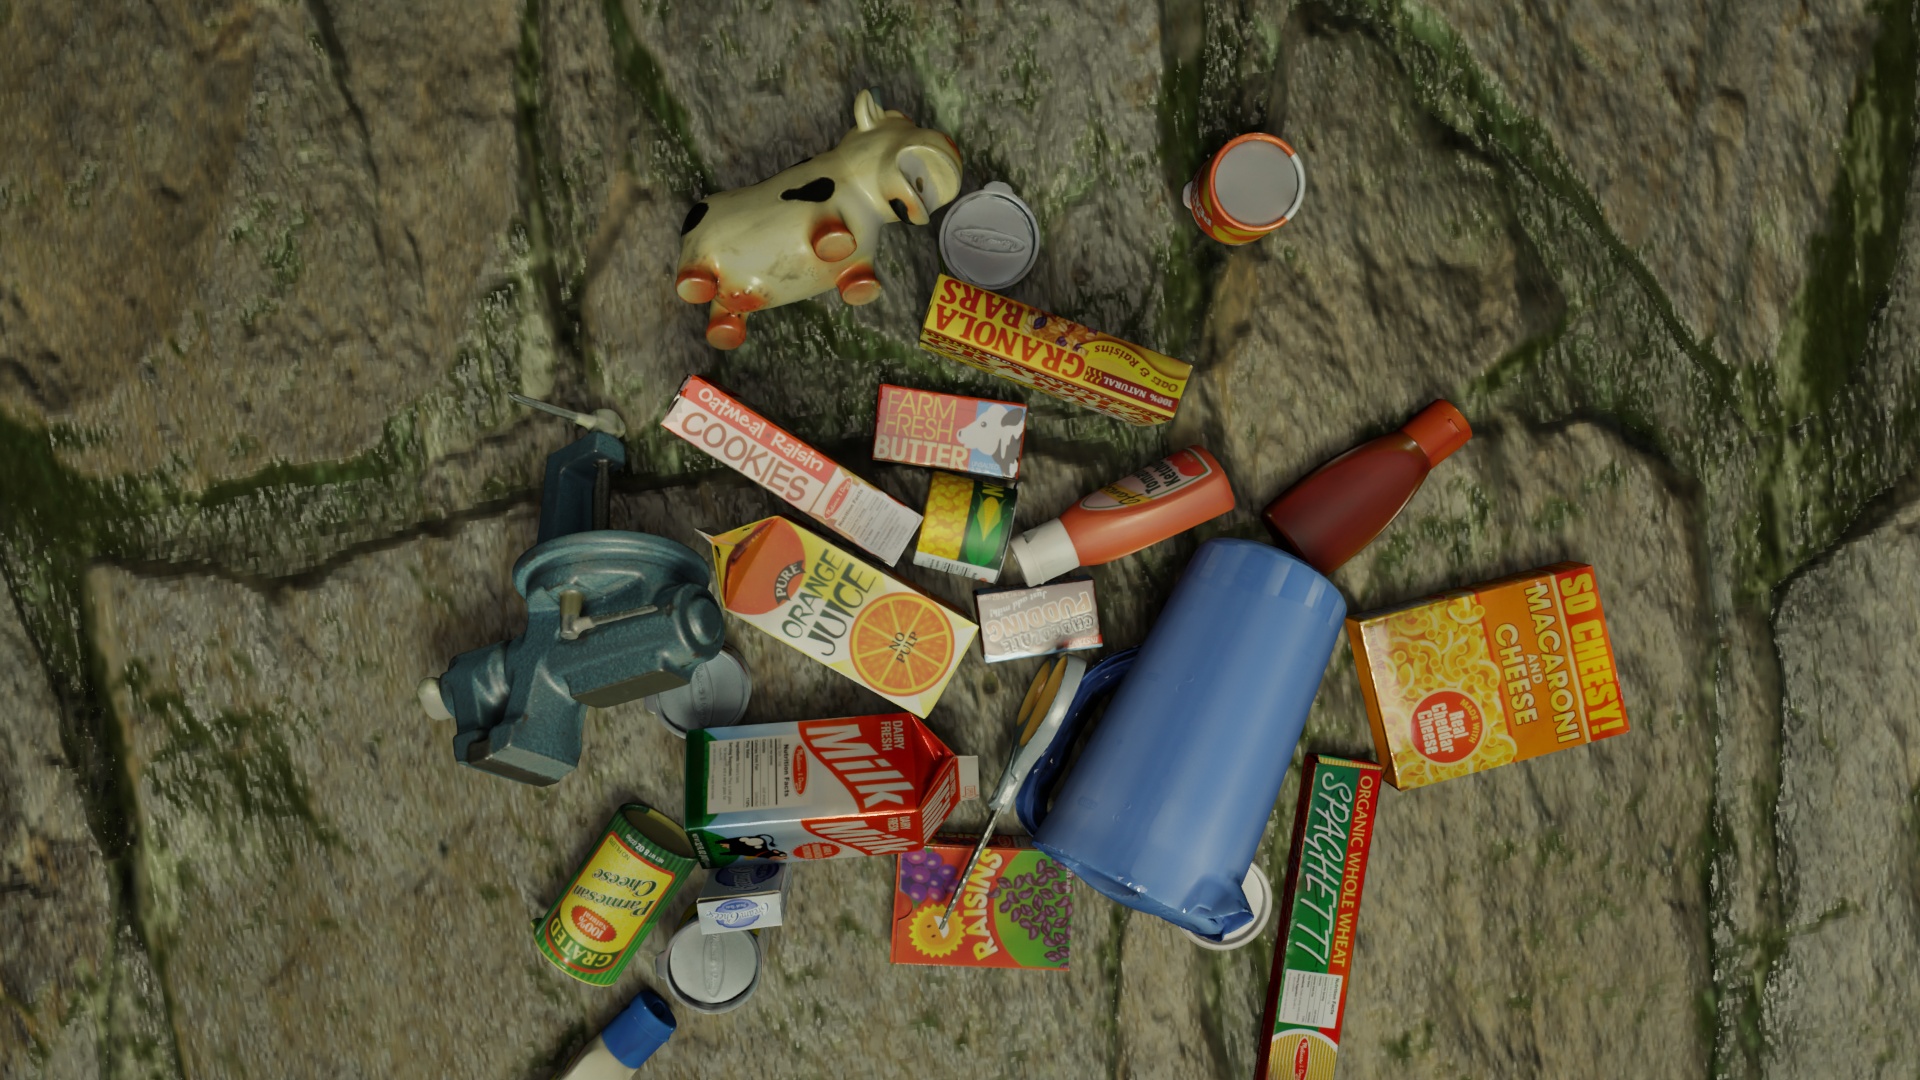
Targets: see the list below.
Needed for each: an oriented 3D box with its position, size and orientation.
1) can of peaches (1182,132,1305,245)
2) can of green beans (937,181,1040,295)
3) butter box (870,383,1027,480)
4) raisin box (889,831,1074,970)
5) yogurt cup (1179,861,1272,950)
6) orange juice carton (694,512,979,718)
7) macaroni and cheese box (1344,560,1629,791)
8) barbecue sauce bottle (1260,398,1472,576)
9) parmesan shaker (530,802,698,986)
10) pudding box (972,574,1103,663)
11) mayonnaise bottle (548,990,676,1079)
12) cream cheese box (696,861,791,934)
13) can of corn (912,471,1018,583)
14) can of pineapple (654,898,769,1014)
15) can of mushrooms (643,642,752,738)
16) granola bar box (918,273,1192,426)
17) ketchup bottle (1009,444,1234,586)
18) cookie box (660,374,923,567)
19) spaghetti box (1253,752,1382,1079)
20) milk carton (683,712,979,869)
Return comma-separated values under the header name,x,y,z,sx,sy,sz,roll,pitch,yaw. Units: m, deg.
name,x,y,z,sx,sy,sz,roll,pitch,yaw
can of peaches,0.191,-0.236,0.937,0.071,0.058,0.071,0,94,-3
can of green beans,0.018,-0.197,0.931,0.071,0.058,0.071,0,93,-3
butter box,-0.008,-0.074,0.953,0.103,0.024,0.053,8,93,-3
raisin box,0.015,0.250,0.964,0.123,0.040,0.086,3,94,-2
yogurt cup,0.176,0.243,0.964,0.072,0.054,0.072,0,93,-3
orange juice carton,-0.090,0.038,0.931,0.193,0.072,0.073,29,91,-4
macaroni and cheese box,0.367,0.093,0.973,0.166,0.040,0.123,-14,93,-2
barbecue sauce bottle,0.284,-0.040,0.960,0.148,0.043,0.065,-38,94,-1
parmesan shaker,-0.233,0.236,0.937,0.071,0.071,0.103,34,91,-4
pudding box,0.053,0.054,0.960,0.084,0.030,0.049,-7,94,-2
mayonnaise bottle,-0.259,0.373,0.947,0.041,0.064,0.148,45,86,-1
cream cheese box,-0.141,0.232,0.923,0.053,0.104,0.024,-5,92,-3
can of corn,0.003,-0.012,0.936,0.058,0.071,0.071,13,93,-3
can of pineapple,-0.167,0.279,0.947,0.071,0.058,0.071,0,93,-3
can of mushrooms,-0.179,0.101,0.949,0.071,0.033,0.071,0,94,-3
granola bar box,0.056,-0.120,0.904,0.165,0.124,0.039,19,91,-3
ketchup bottle,0.107,-0.014,0.941,0.149,0.065,0.043,-24,116,-2
cookie box,-0.105,-0.046,0.900,0.167,0.123,0.040,32,91,-4
spaghetti box,0.253,0.274,0.982,0.050,0.029,0.249,8,93,-3
milk carton,-0.083,0.166,0.925,0.191,0.072,0.074,-5,56,-2
